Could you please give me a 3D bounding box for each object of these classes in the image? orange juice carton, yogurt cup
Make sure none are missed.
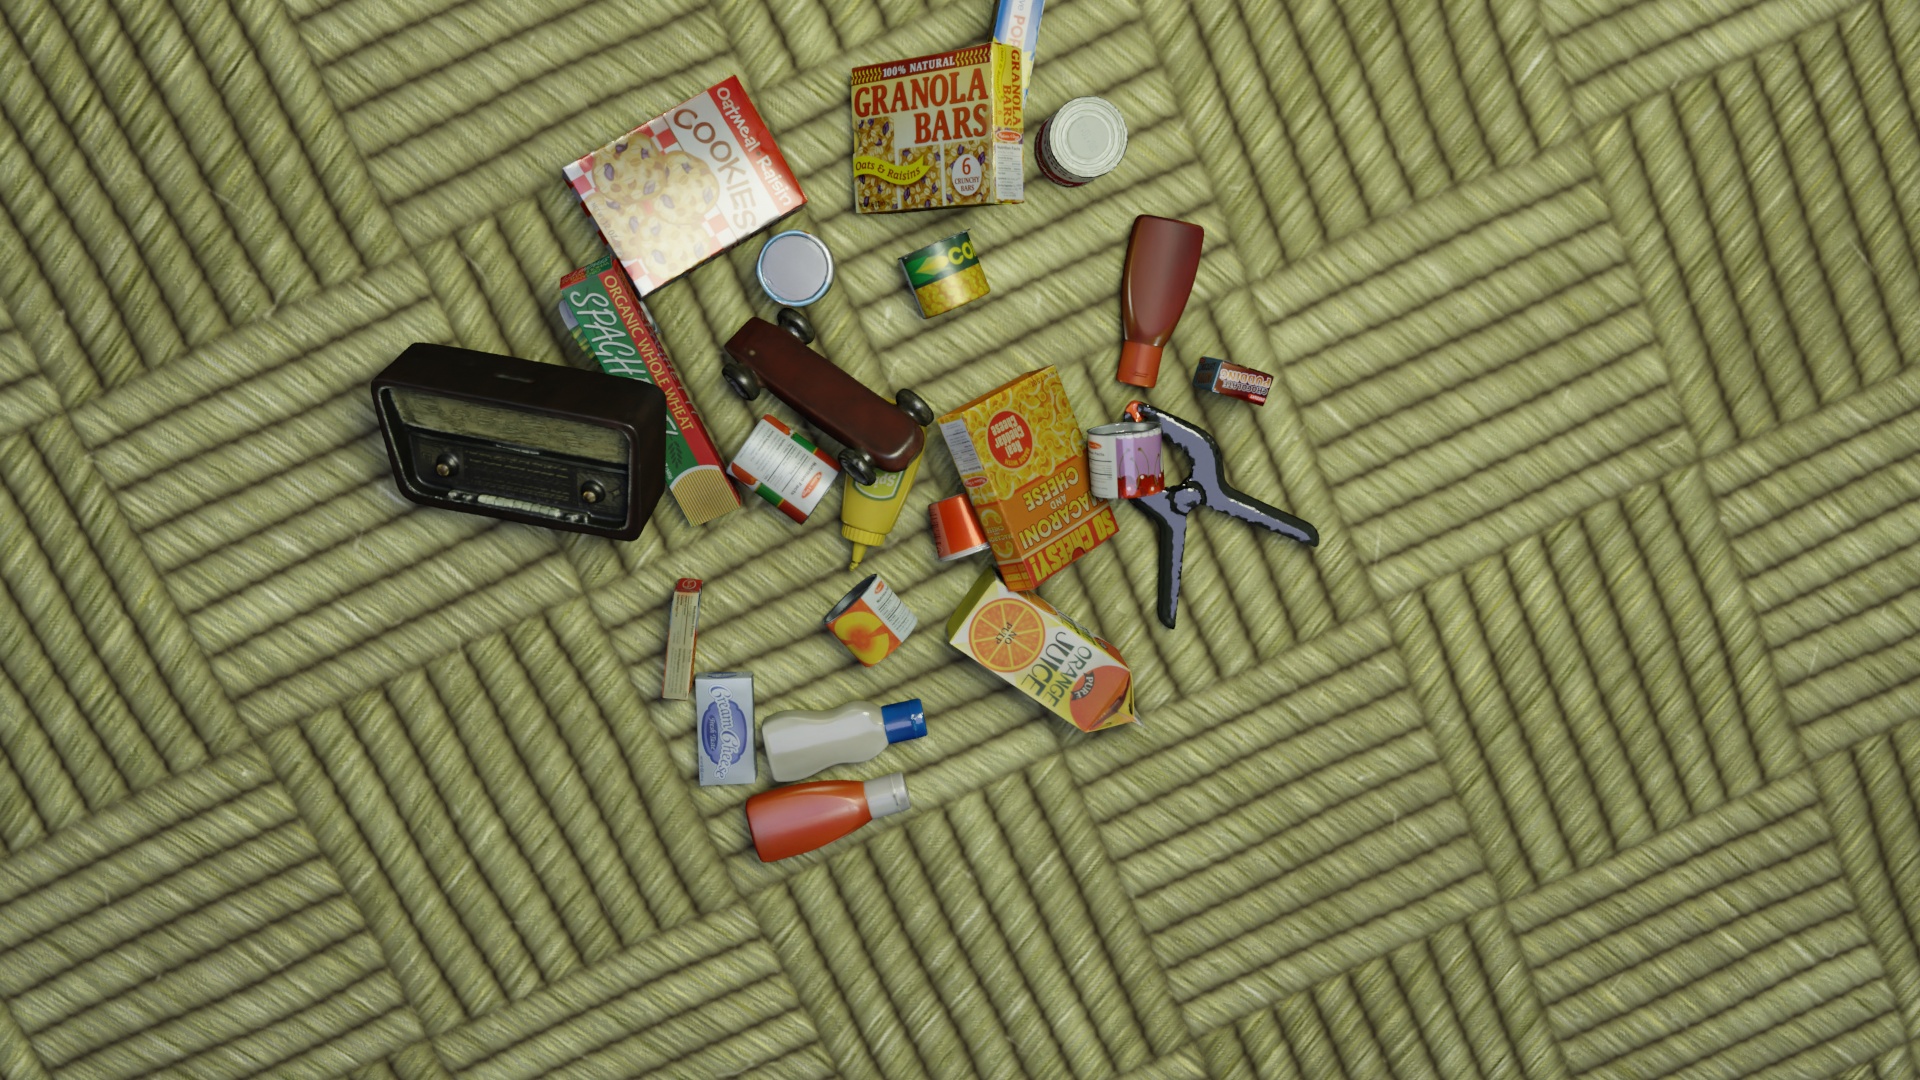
[{"bbox_3d":[0.087,0.109,1.273,0.192,0.072,0.073,34,97,-8],"label":"orange juice carton"},{"bbox_3d":[0.004,-0.016,1.253,0.072,0.072,0.054,-19,92,0],"label":"yogurt cup"}]

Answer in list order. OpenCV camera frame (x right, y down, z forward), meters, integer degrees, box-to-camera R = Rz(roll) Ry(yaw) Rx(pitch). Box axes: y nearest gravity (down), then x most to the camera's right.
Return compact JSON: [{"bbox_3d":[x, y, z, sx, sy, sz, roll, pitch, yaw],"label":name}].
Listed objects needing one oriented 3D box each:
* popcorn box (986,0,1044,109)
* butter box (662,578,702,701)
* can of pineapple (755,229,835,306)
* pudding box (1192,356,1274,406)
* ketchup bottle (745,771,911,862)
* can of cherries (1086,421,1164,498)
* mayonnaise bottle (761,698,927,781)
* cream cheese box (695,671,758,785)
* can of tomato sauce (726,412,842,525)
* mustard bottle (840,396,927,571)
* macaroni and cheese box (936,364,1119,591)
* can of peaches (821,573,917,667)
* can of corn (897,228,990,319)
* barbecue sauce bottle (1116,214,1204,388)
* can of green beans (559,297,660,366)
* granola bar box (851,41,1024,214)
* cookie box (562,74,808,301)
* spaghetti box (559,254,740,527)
[{"bbox_3d":[0.043,-0.424,1.175,0.038,0.085,0.126,10,99,-7],"label":"popcorn box"},{"bbox_3d":[-0.252,0.089,1.258,0.024,0.053,0.103,7,100,-7],"label":"butter box"},{"bbox_3d":[-0.144,-0.236,1.209,0.071,0.058,0.071,-1,100,-3],"label":"can of pineapple"},{"bbox_3d":[0.241,-0.143,1.235,0.050,0.084,0.030,16,99,-6],"label":"pudding box"},{"bbox_3d":[-0.122,0.253,1.298,0.149,0.043,0.064,-15,101,-1],"label":"ketchup bottle"},{"bbox_3d":[0.148,-0.071,1.224,0.071,0.071,0.058,-6,102,-2],"label":"can of cherries"},{"bbox_3d":[-0.106,0.179,1.289,0.148,0.041,0.064,-12,102,-3],"label":"mayonnaise bottle"},{"bbox_3d":[-0.217,0.174,1.289,0.053,0.024,0.103,-2,100,-5],"label":"cream cheese box"},{"bbox_3d":[-0.156,-0.063,1.234,0.083,0.071,0.071,35,96,-8],"label":"can of tomato sauce"},{"bbox_3d":[-0.075,-0.047,1.248,0.065,0.049,0.160,15,98,0],"label":"mustard bottle"},{"bbox_3d":[0.063,-0.056,1.227,0.124,0.040,0.166,-31,103,-38],"label":"macaroni and cheese box"},{"bbox_3d":[-0.083,0.074,1.261,0.071,0.071,0.058,-42,100,4],"label":"can of peaches"},{"bbox_3d":[-0.012,-0.233,1.212,0.071,0.071,0.058,-23,101,1],"label":"can of corn"},{"bbox_3d":[0.172,-0.212,1.240,0.065,0.044,0.148,10,99,-5],"label":"barbecue sauce bottle"},{"bbox_3d":[-0.304,-0.192,1.202,0.058,0.071,0.071,-31,100,3],"label":"can of green beans"},{"bbox_3d":[-0.022,-0.338,1.155,0.039,0.165,0.124,-11,104,-46],"label":"granola bar box"},{"bbox_3d":[-0.233,-0.300,1.183,0.168,0.040,0.122,-33,101,-12],"label":"cookie box"},{"bbox_3d":[-0.263,-0.123,1.193,0.050,0.029,0.249,-23,121,0],"label":"spaghetti box"}]
